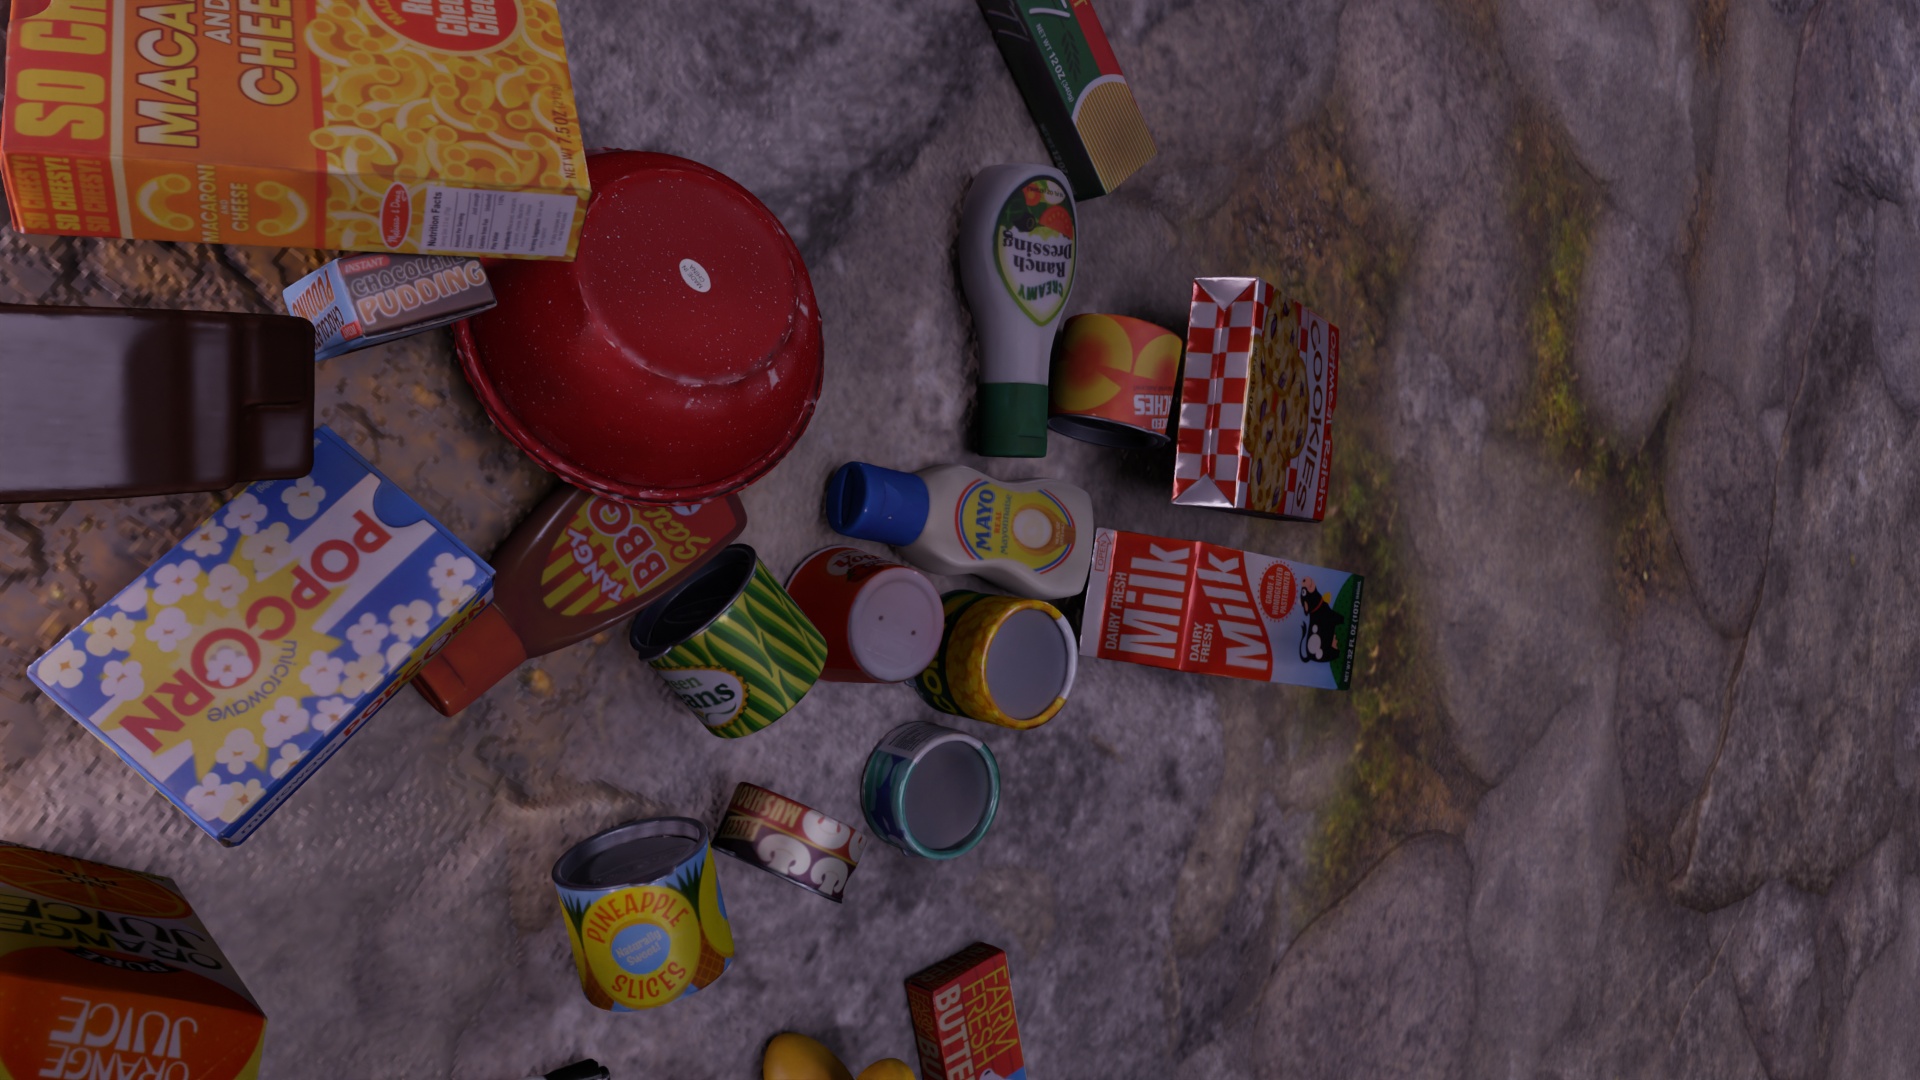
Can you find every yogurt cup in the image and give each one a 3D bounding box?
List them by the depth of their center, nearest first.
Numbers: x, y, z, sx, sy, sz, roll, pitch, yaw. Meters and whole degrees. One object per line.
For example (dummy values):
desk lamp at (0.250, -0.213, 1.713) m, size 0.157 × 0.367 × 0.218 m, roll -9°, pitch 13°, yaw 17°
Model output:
yogurt cup at (-0.045, 0.038, 0.662) m, size 0.072 × 0.054 × 0.072 m, roll -3°, pitch 95°, yaw -37°

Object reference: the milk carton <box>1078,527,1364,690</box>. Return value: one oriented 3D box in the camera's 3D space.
milk carton at (0.141, 0.040, 0.795) m, size 0.191 × 0.073 × 0.072 m, roll 10°, pitch 87°, yaw -38°

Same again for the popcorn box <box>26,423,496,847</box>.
popcorn box at (-0.243, 0.033, 0.495) m, size 0.085 × 0.038 × 0.127 m, roll 41°, pitch 65°, yaw 0°

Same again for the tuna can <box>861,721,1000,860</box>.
tuna can at (-0.014, 0.129, 0.704) m, size 0.071 × 0.033 × 0.071 m, roll -2°, pitch 94°, yaw -38°

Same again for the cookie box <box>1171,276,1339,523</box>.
cookie box at (0.175, -0.075, 0.801) m, size 0.167 × 0.040 × 0.123 m, roll 5°, pitch 90°, yaw -60°

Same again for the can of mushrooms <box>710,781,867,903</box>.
can of mushrooms at (-0.079, 0.137, 0.632) m, size 0.071 × 0.071 × 0.033 m, roll 35°, pitch 72°, yaw -34°

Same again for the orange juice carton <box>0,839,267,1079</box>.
orange juice carton at (-0.266, 0.150, 0.407) m, size 0.072 × 0.192 × 0.073 m, roll 29°, pitch 76°, yaw -37°

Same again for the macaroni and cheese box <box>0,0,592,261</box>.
macaroni and cheese box at (-0.219, -0.157, 0.467) m, size 0.167 × 0.040 × 0.124 m, roll -3°, pitch 60°, yaw -27°

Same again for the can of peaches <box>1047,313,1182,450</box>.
can of peaches at (0.084, -0.085, 0.745) m, size 0.071 × 0.071 × 0.058 m, roll 17°, pitch 81°, yaw -37°

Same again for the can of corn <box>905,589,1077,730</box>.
can of corn at (0.015, 0.061, 0.707) m, size 0.071 × 0.058 × 0.071 m, roll -3°, pitch 94°, yaw -38°

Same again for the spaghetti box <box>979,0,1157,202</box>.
spaghetti box at (0.030, -0.297, 0.716) m, size 0.050 × 0.028 × 0.249 m, roll -44°, pitch 118°, yaw -28°

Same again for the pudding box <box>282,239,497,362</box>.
pudding box at (-0.210, -0.088, 0.507) m, size 0.050 × 0.083 × 0.030 m, roll -25°, pitch 105°, yaw -34°

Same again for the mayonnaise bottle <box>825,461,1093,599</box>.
mayonnaise bottle at (0.003, -0.009, 0.703) m, size 0.148 × 0.041 × 0.065 m, roll 11°, pitch 80°, yaw -39°

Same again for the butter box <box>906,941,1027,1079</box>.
butter box at (0.006, 0.270, 0.734) m, size 0.053 × 0.024 × 0.103 m, roll -18°, pitch 104°, yaw -37°

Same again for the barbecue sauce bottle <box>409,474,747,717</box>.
barbecue sauce bottle at (-0.161, 0.013, 0.575) m, size 0.149 × 0.043 × 0.064 m, roll -41°, pitch 112°, yaw -28°

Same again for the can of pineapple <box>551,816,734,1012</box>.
can of pineapple at (-0.134, 0.158, 0.589) m, size 0.071 × 0.071 × 0.057 m, roll -20°, pitch 105°, yaw -36°

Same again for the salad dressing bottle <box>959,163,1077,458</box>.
salad dressing bottle at (0.029, -0.117, 0.717) m, size 0.064 × 0.044 × 0.147 m, roll 0°, pitch 93°, yaw -36°

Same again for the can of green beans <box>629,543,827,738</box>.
can of green beans at (-0.101, 0.044, 0.610) m, size 0.071 × 0.071 × 0.057 m, roll -49°, pitch 120°, yaw -25°
